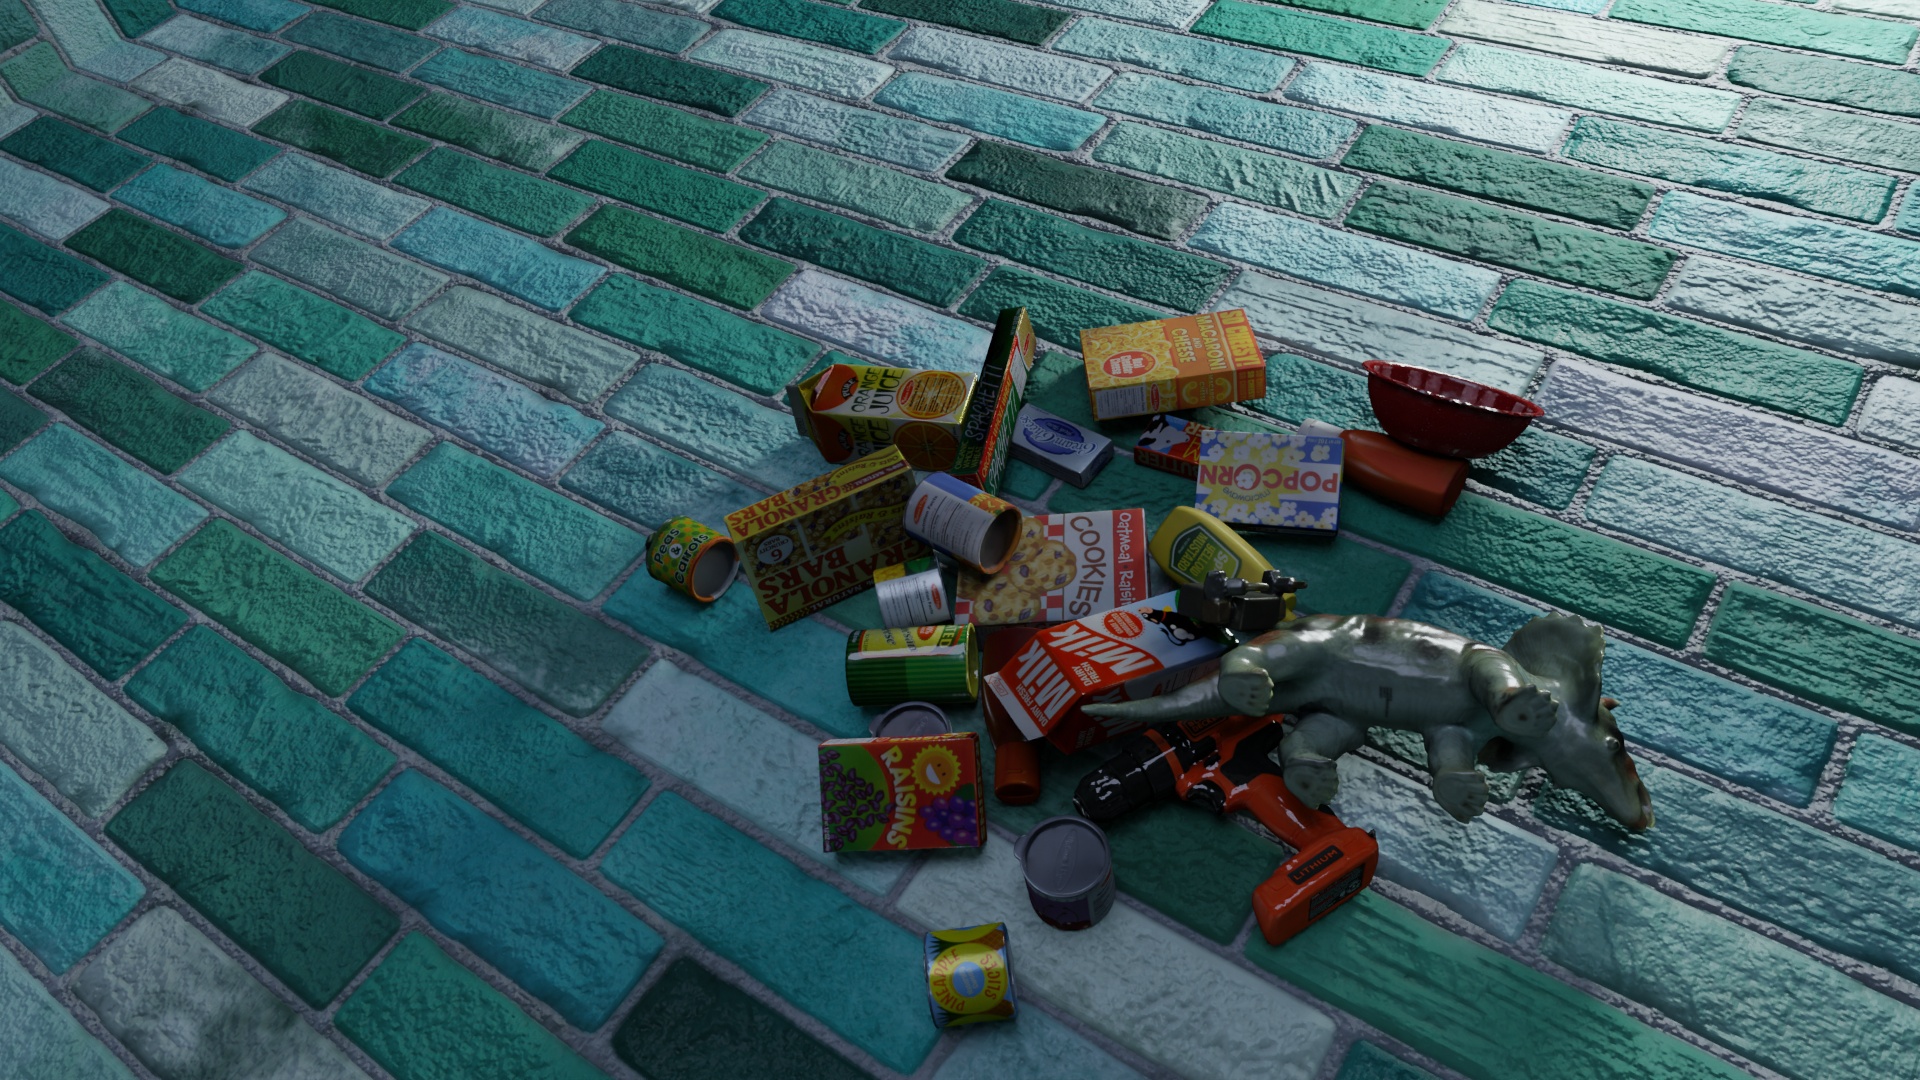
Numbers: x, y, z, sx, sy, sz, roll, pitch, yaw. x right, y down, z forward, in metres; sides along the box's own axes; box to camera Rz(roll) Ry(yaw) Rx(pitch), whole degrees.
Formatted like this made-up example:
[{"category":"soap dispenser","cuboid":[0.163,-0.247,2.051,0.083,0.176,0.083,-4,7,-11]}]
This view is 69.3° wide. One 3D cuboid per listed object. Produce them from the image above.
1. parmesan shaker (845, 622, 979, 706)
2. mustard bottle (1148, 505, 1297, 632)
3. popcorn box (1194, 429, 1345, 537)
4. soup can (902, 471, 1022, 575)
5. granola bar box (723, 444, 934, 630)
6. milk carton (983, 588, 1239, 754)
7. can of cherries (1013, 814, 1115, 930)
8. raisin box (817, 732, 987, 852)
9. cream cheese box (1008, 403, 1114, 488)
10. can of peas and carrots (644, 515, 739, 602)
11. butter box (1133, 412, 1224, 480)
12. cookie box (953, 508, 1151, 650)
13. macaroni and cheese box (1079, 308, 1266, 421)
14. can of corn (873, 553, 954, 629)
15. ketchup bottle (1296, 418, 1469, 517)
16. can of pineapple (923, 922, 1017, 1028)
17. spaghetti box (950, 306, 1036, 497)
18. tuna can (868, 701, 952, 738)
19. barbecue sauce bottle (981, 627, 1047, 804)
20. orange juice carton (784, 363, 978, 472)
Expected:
[{"category":"parmesan shaker","cuboid":[-0.040,0.106,1.164,0.103,0.071,0.072,-4,49,8]},{"category":"mustard bottle","cuboid":[0.235,0.033,1.178,0.160,0.049,0.065,39,105,31]},{"category":"popcorn box","cuboid":[0.275,-0.051,1.237,0.127,0.038,0.085,5,81,15]},{"category":"soup can","cuboid":[0.004,-0.015,1.214,0.084,0.071,0.071,26,59,31]},{"category":"granola bar box","cuboid":[-0.114,-0.002,1.237,0.166,0.123,0.039,-24,48,-10]},{"category":"milk carton","cuboid":[0.117,0.106,1.095,0.191,0.073,0.072,-15,46,-26]},{"category":"can of cherries","cuboid":[0.077,0.245,1.026,0.071,0.058,0.072,-6,49,7]},{"category":"raisin box","cuboid":[-0.045,0.196,1.079,0.123,0.040,0.086,-4,86,8]},{"category":"cream cheese box","cuboid":[0.091,-0.092,1.343,0.104,0.024,0.053,27,60,31]},{"category":"can of peas and carrots","cuboid":[-0.248,0.017,1.283,0.059,0.070,0.071,24,57,28]},{"category":"butter box","cuboid":[0.221,-0.085,1.310,0.103,0.024,0.053,19,55,25]},{"category":"cookie box","cuboid":[0.083,0.034,1.223,0.167,0.040,0.123,-4,48,9]},{"category":"macaroni and cheese box","cuboid":[0.206,-0.174,1.368,0.166,0.040,0.124,-7,36,4]},{"category":"can of corn","cuboid":[-0.041,0.051,1.217,0.058,0.070,0.071,-14,48,-1]},{"category":"ketchup bottle","cuboid":[0.376,-0.072,1.254,0.149,0.043,0.065,24,49,29]},{"category":"can of pineapple","cuboid":[0.007,0.306,0.978,0.058,0.070,0.071,-9,48,4]},{"category":"spaghetti box","cuboid":[0.035,-0.131,1.339,0.028,0.050,0.251,-4,45,21]},{"category":"tuna can","cuboid":[-0.040,0.167,1.134,0.071,0.032,0.071,-6,49,6]},{"category":"barbecue sauce bottle","cuboid":[0.048,0.141,1.133,0.065,0.043,0.149,-3,49,8]},{"category":"orange juice carton","cuboid":[-0.078,-0.122,1.371,0.193,0.071,0.073,5,50,16]}]
